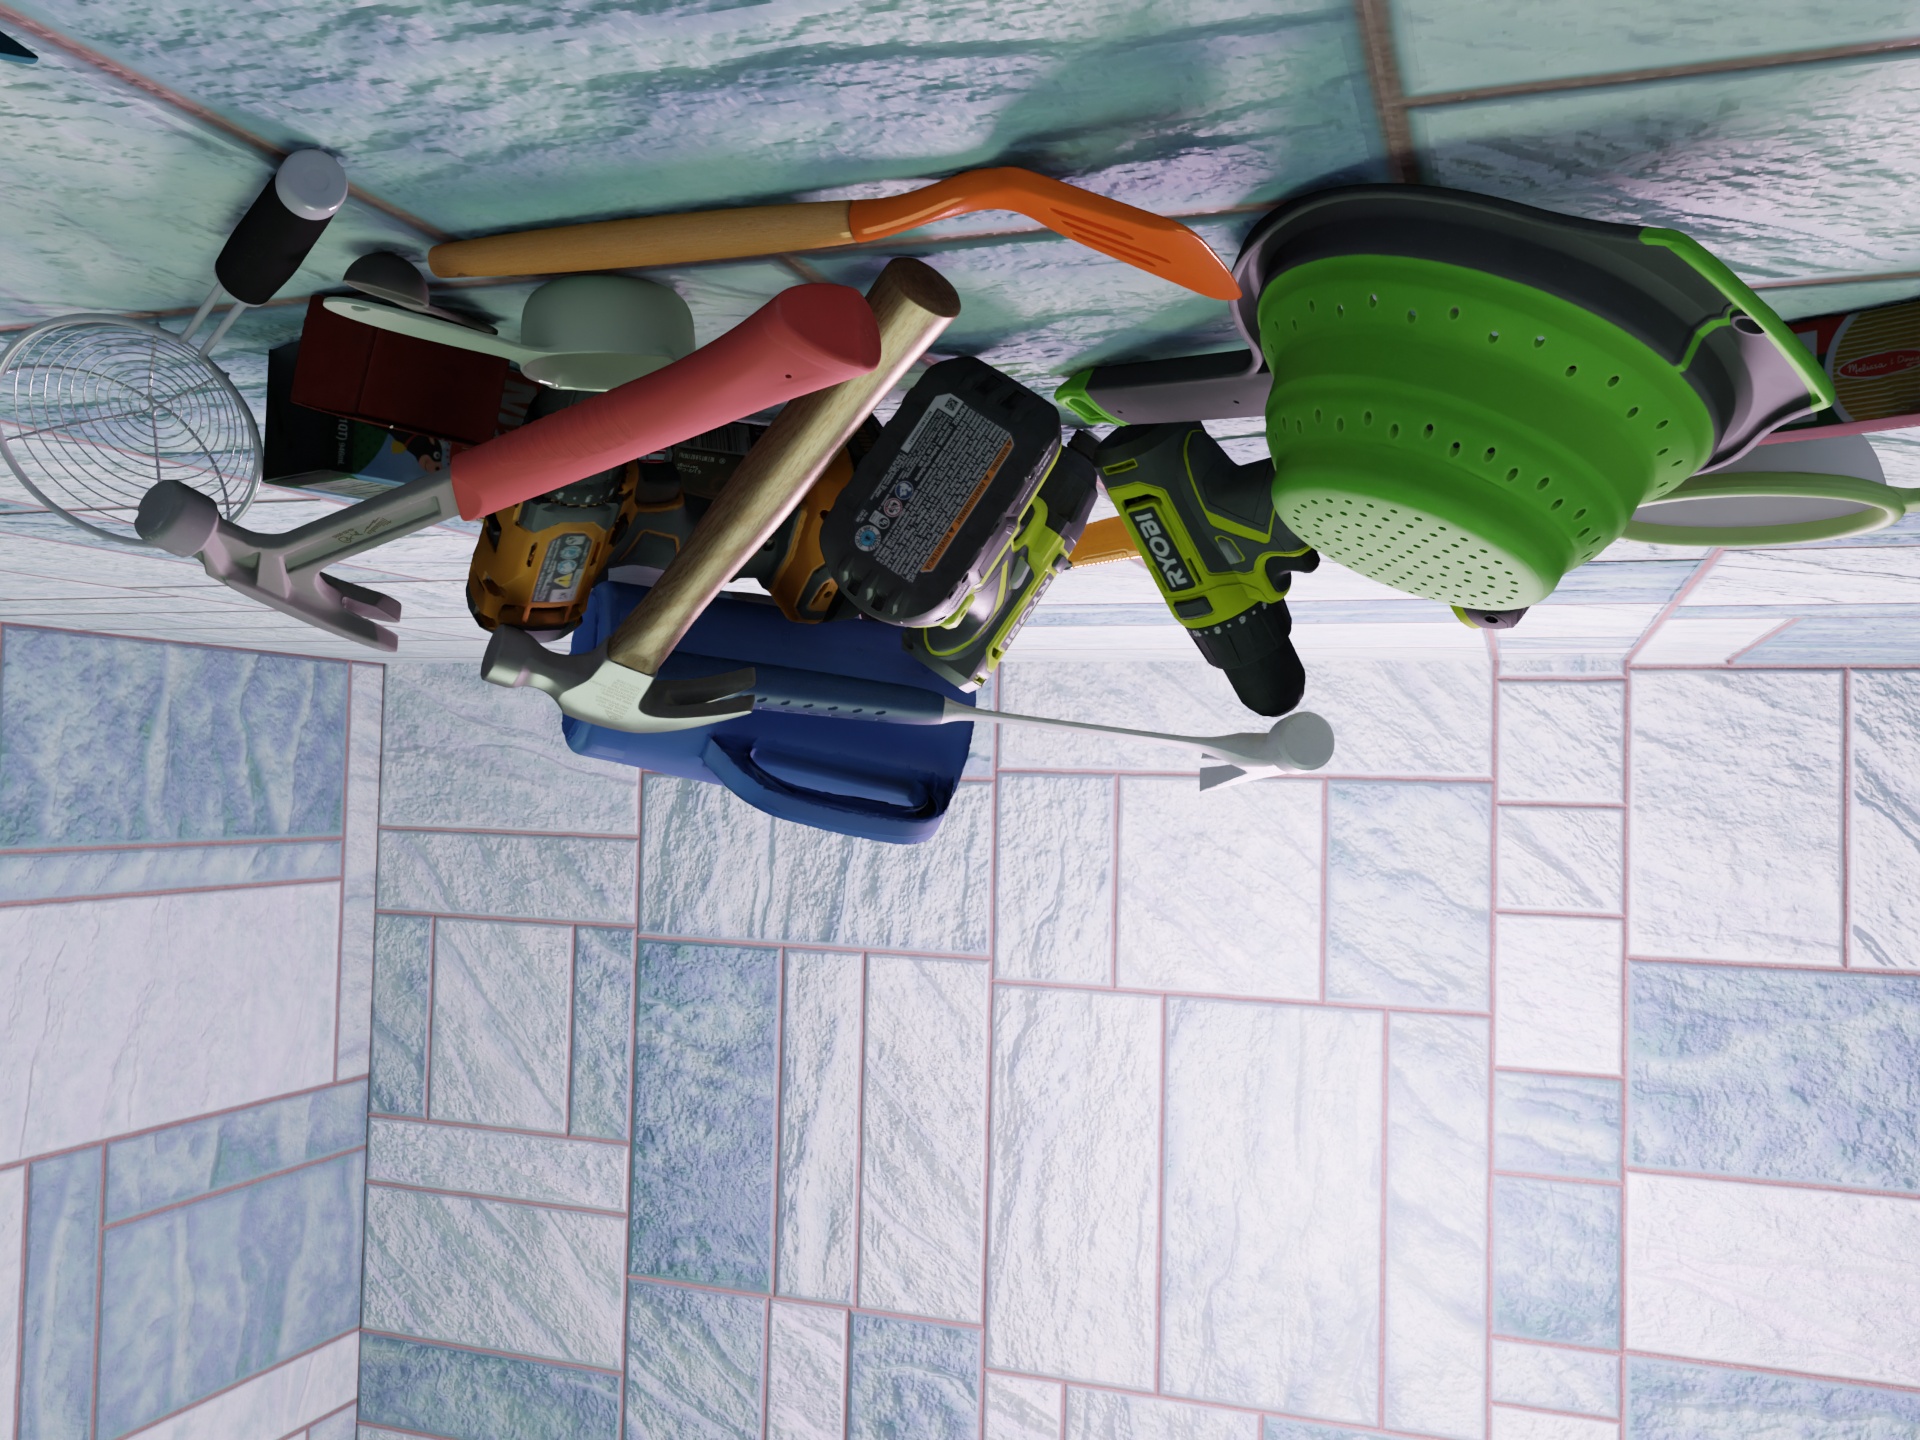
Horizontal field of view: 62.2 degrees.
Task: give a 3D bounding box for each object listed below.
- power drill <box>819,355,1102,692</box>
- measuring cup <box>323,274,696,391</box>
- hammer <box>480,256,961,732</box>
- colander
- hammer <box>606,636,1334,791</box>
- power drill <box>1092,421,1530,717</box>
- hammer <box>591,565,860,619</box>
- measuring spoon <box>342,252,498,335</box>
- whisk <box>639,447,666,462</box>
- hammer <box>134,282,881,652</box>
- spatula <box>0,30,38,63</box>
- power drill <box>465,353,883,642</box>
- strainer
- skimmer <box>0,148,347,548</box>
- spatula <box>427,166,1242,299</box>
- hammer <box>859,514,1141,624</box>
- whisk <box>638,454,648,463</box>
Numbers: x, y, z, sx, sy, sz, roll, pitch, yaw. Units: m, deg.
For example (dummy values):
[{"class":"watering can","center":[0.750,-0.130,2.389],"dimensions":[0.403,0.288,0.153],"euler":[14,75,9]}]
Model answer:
[{"class":"power drill","center":[0.014,-0.109,0.877],"dimensions":[0.080,0.171,0.223],"euler":[34,-178,13]},{"class":"measuring cup","center":[-0.184,-0.171,0.663],"dimensions":[0.083,0.038,0.167],"euler":[-2,177,42]},{"class":"hammer","center":[-0.103,-0.091,0.749],"dimensions":[0.130,0.031,0.331],"euler":[22,137,-28]},{"class":"colander","center":[0.144,-0.114,0.671],"dimensions":[0.204,0.094,0.397],"euler":[28,173,-30]},{"class":"hammer","center":[-0.001,-0.003,0.921],"dimensions":[0.405,0.035,0.144],"euler":[7,171,-9]},{"class":"power drill","center":[0.195,-0.093,0.845],"dimensions":[0.228,0.190,0.080],"euler":[-8,-151,50]},{"class":"hammer","center":[-0.169,-0.083,1.151],"dimensions":[0.128,0.033,0.331],"euler":[-2,177,26]},{"class":"measuring spoon","center":[-0.231,-0.187,0.700],"dimensions":[0.034,0.018,0.124],"euler":[15,-174,4]},{"class":"whisk","center":[-0.119,-0.152,1.031],"dimensions":[0.296,0.073,0.073],"euler":[-5,177,6]},{"class":"hammer","center":[-0.189,-0.109,0.708],"dimensions":[0.359,0.037,0.149],"euler":[-15,155,26]},{"class":"spatula","center":[-0.348,-0.180,0.486],"dimensions":[0.082,0.044,0.317],"euler":[-2,-179,-36]},{"class":"power drill","center":[-0.137,-0.125,0.846],"dimensions":[0.226,0.084,0.185],"euler":[-5,142,-34]},{"class":"strainer","center":[0.461,-0.137,0.819],"dimensions":[0.256,0.069,0.151],"euler":[-1,175,31]},{"class":"skimmer","center":[-0.336,-0.150,0.681],"dimensions":[0.127,0.090,0.363],"euler":[39,156,-27]},{"class":"spatula","center":[-0.061,-0.172,0.582],"dimensions":[0.323,0.041,0.081],"euler":[2,179,21]},{"class":"hammer","center":[0.087,-0.132,1.122],"dimensions":[0.337,0.127,0.034],"euler":[-9,-172,8]},{"class":"whisk","center":[-0.311,-0.158,1.014],"dimensions":[0.285,0.070,0.070],"euler":[6,-179,30]}]
